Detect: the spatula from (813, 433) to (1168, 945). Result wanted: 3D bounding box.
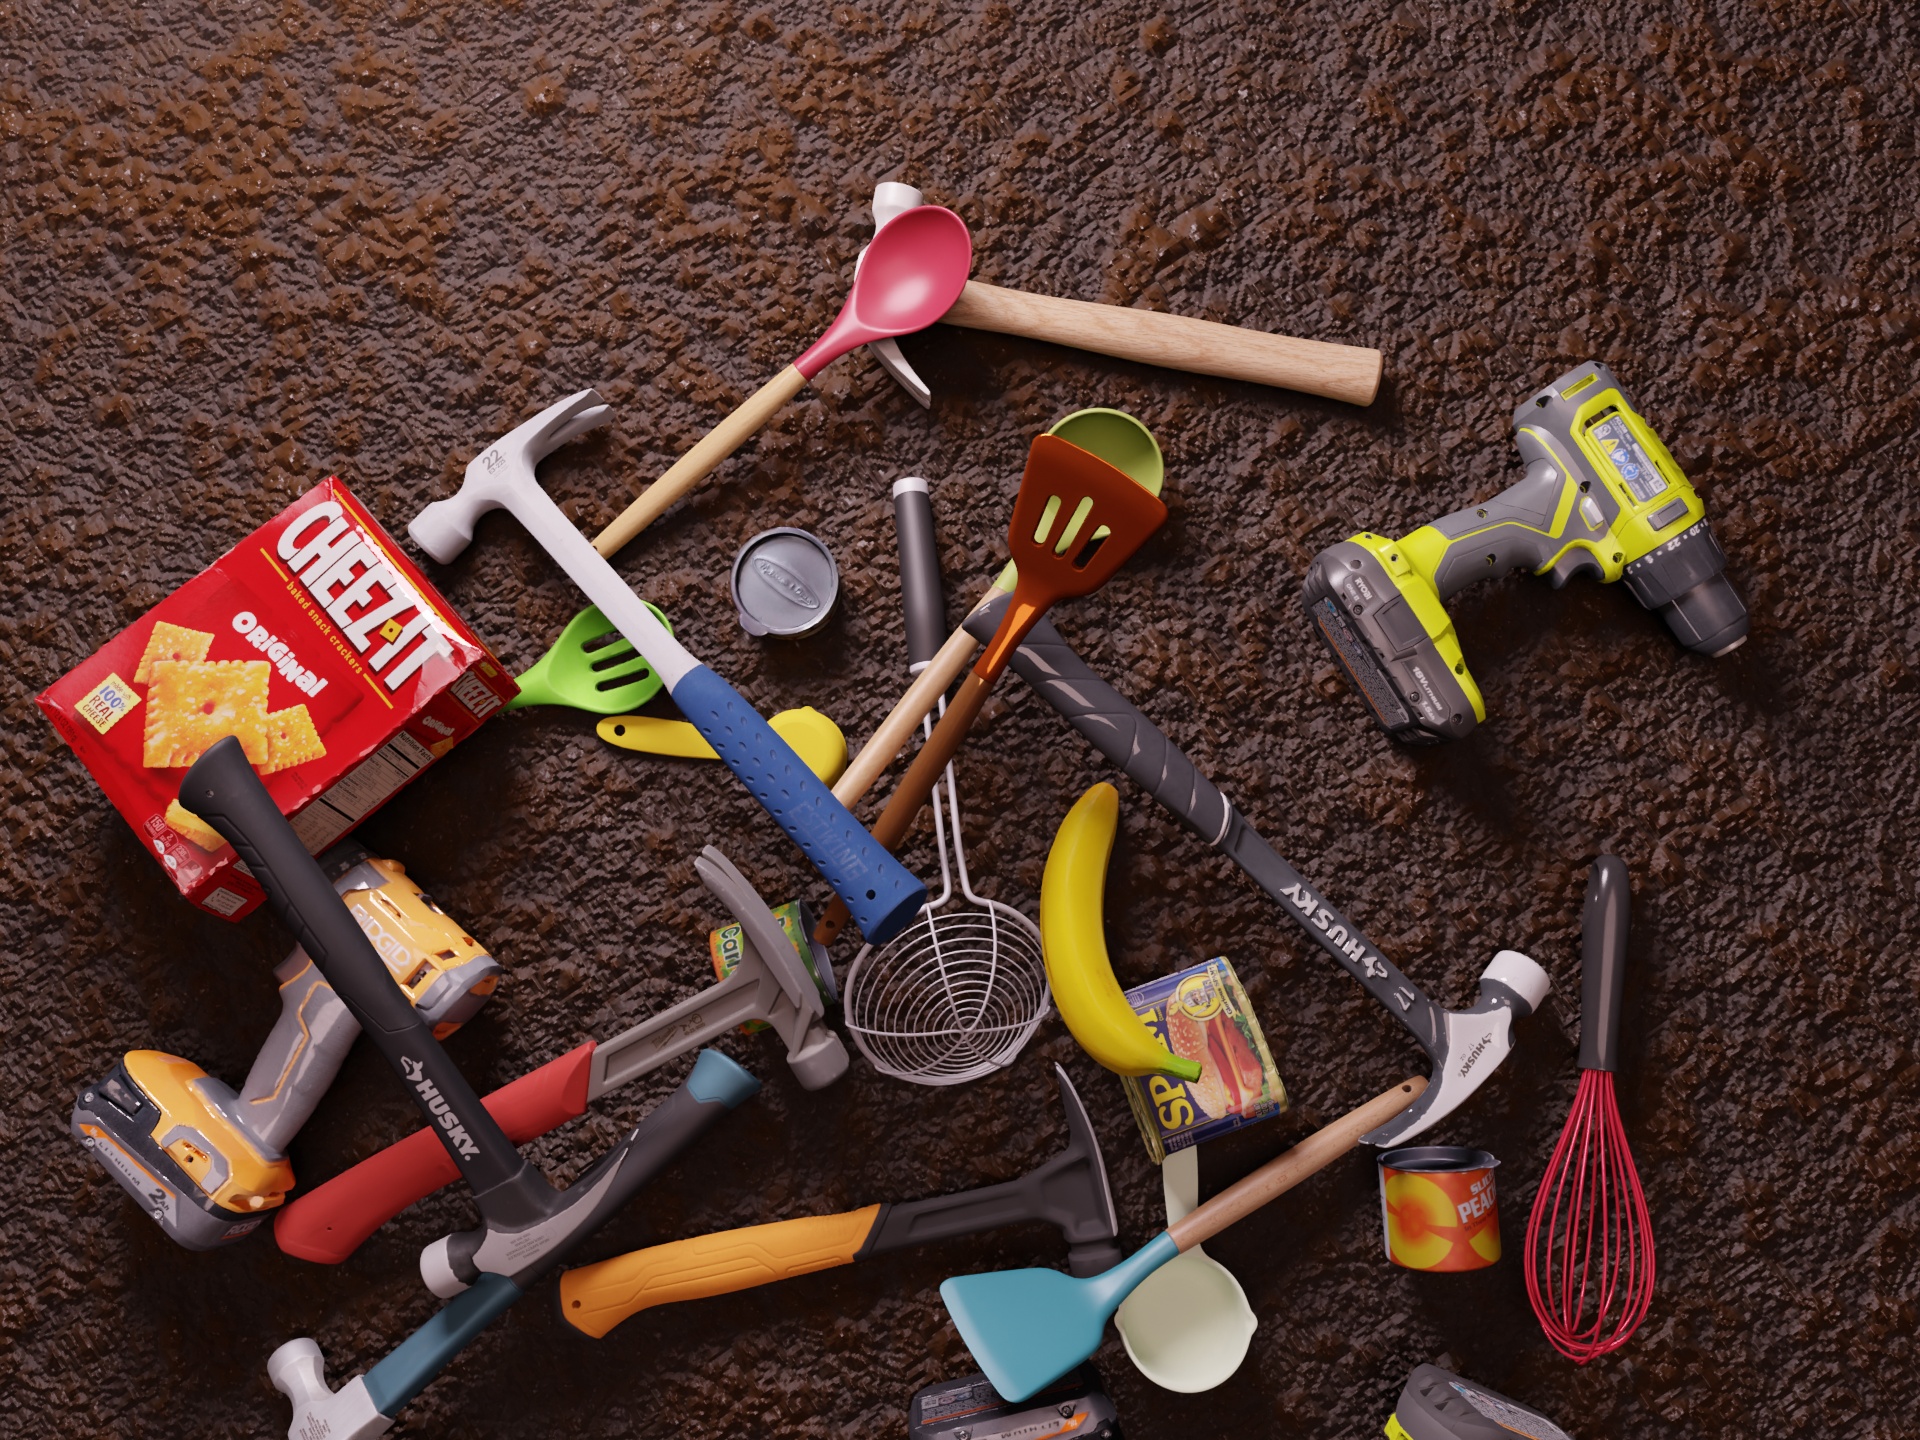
[{"bbox_3d":[-0.001,-0.003,0.874,0.081,0.041,0.322,32,105,2],"label":"spatula"}]

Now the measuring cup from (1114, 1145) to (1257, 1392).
[{"bbox_3d":[0.130,0.311,0.952,0.083,0.038,0.168,1,69,0],"label":"measuring cup"}]

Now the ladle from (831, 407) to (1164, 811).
[{"bbox_3d":[0.012,-0.057,0.928,0.078,0.062,0.320,39,71,-4],"label":"ladle"}]

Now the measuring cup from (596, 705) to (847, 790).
[{"bbox_3d":[-0.148,0.014,0.974,0.156,0.029,0.062,8,86,0],"label":"measuring cup"}]

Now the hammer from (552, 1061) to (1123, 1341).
[{"bbox_3d":[-0.078,0.303,0.950,0.337,0.034,0.127,-13,86,0],"label":"hammer"}]

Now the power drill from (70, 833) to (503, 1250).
[{"bbox_3d":[-0.412,0.170,0.943,0.185,0.084,0.226,41,83,10],"label":"power drill"}]

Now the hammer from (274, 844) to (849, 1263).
[{"bbox_3d":[-0.250,0.214,0.917,0.359,0.037,0.149,-28,100,11],"label":"hammer"}]

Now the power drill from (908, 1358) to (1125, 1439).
[{"bbox_3d":[0.065,0.492,0.913,0.164,0.084,0.226,-13,89,-3],"label":"power drill"}]

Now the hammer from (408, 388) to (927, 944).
[{"bbox_3d":[-0.159,-0.034,0.914,0.144,0.035,0.406,-44,68,-1],"label":"hammer"}]

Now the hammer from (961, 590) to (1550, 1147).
[{"bbox_3d":[0.158,0.074,0.916,0.409,0.036,0.149,43,73,-5],"label":"hammer"}]

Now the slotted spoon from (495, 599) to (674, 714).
[{"bbox_3d":[-0.322,-0.002,0.980,0.314,0.031,0.070,-19,86,1],"label":"slotted spoon"}]

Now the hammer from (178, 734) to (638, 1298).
[{"bbox_3d":[-0.312,0.155,0.870,0.146,0.035,0.334,-29,100,11],"label":"hammer"}]

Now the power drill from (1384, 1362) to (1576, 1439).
[{"bbox_3d":[0.273,0.499,0.902,0.171,0.080,0.223,28,89,-18],"label":"power drill"}]

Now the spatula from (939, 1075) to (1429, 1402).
[{"bbox_3d":[0.144,0.284,0.918,0.317,0.044,0.082,-28,44,-14],"label":"spatula"}]

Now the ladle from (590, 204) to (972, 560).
[{"bbox_3d":[-0.117,-0.195,0.972,0.315,0.031,0.069,-40,75,8],"label":"ladle"}]

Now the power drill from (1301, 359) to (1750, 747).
[{"bbox_3d":[0.342,-0.081,0.953,0.228,0.080,0.190,-32,86,-4],"label":"power drill"}]

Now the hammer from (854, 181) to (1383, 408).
[{"bbox_3d":[0.096,-0.240,0.990,0.331,0.031,0.130,11,86,1],"label":"hammer"}]

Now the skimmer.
[{"bbox_3d":[-0.019,0.035,0.970,0.127,0.090,0.363,-3,75,-13],"label":"skimmer"}]

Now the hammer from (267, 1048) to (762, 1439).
[{"bbox_3d":[-0.253,0.314,0.935,0.331,0.033,0.128,-42,52,-8],"label":"hammer"}]

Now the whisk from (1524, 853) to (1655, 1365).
[{"bbox_3d":[0.376,0.226,0.939,0.073,0.073,0.296,7,81,1],"label":"whisk"}]
